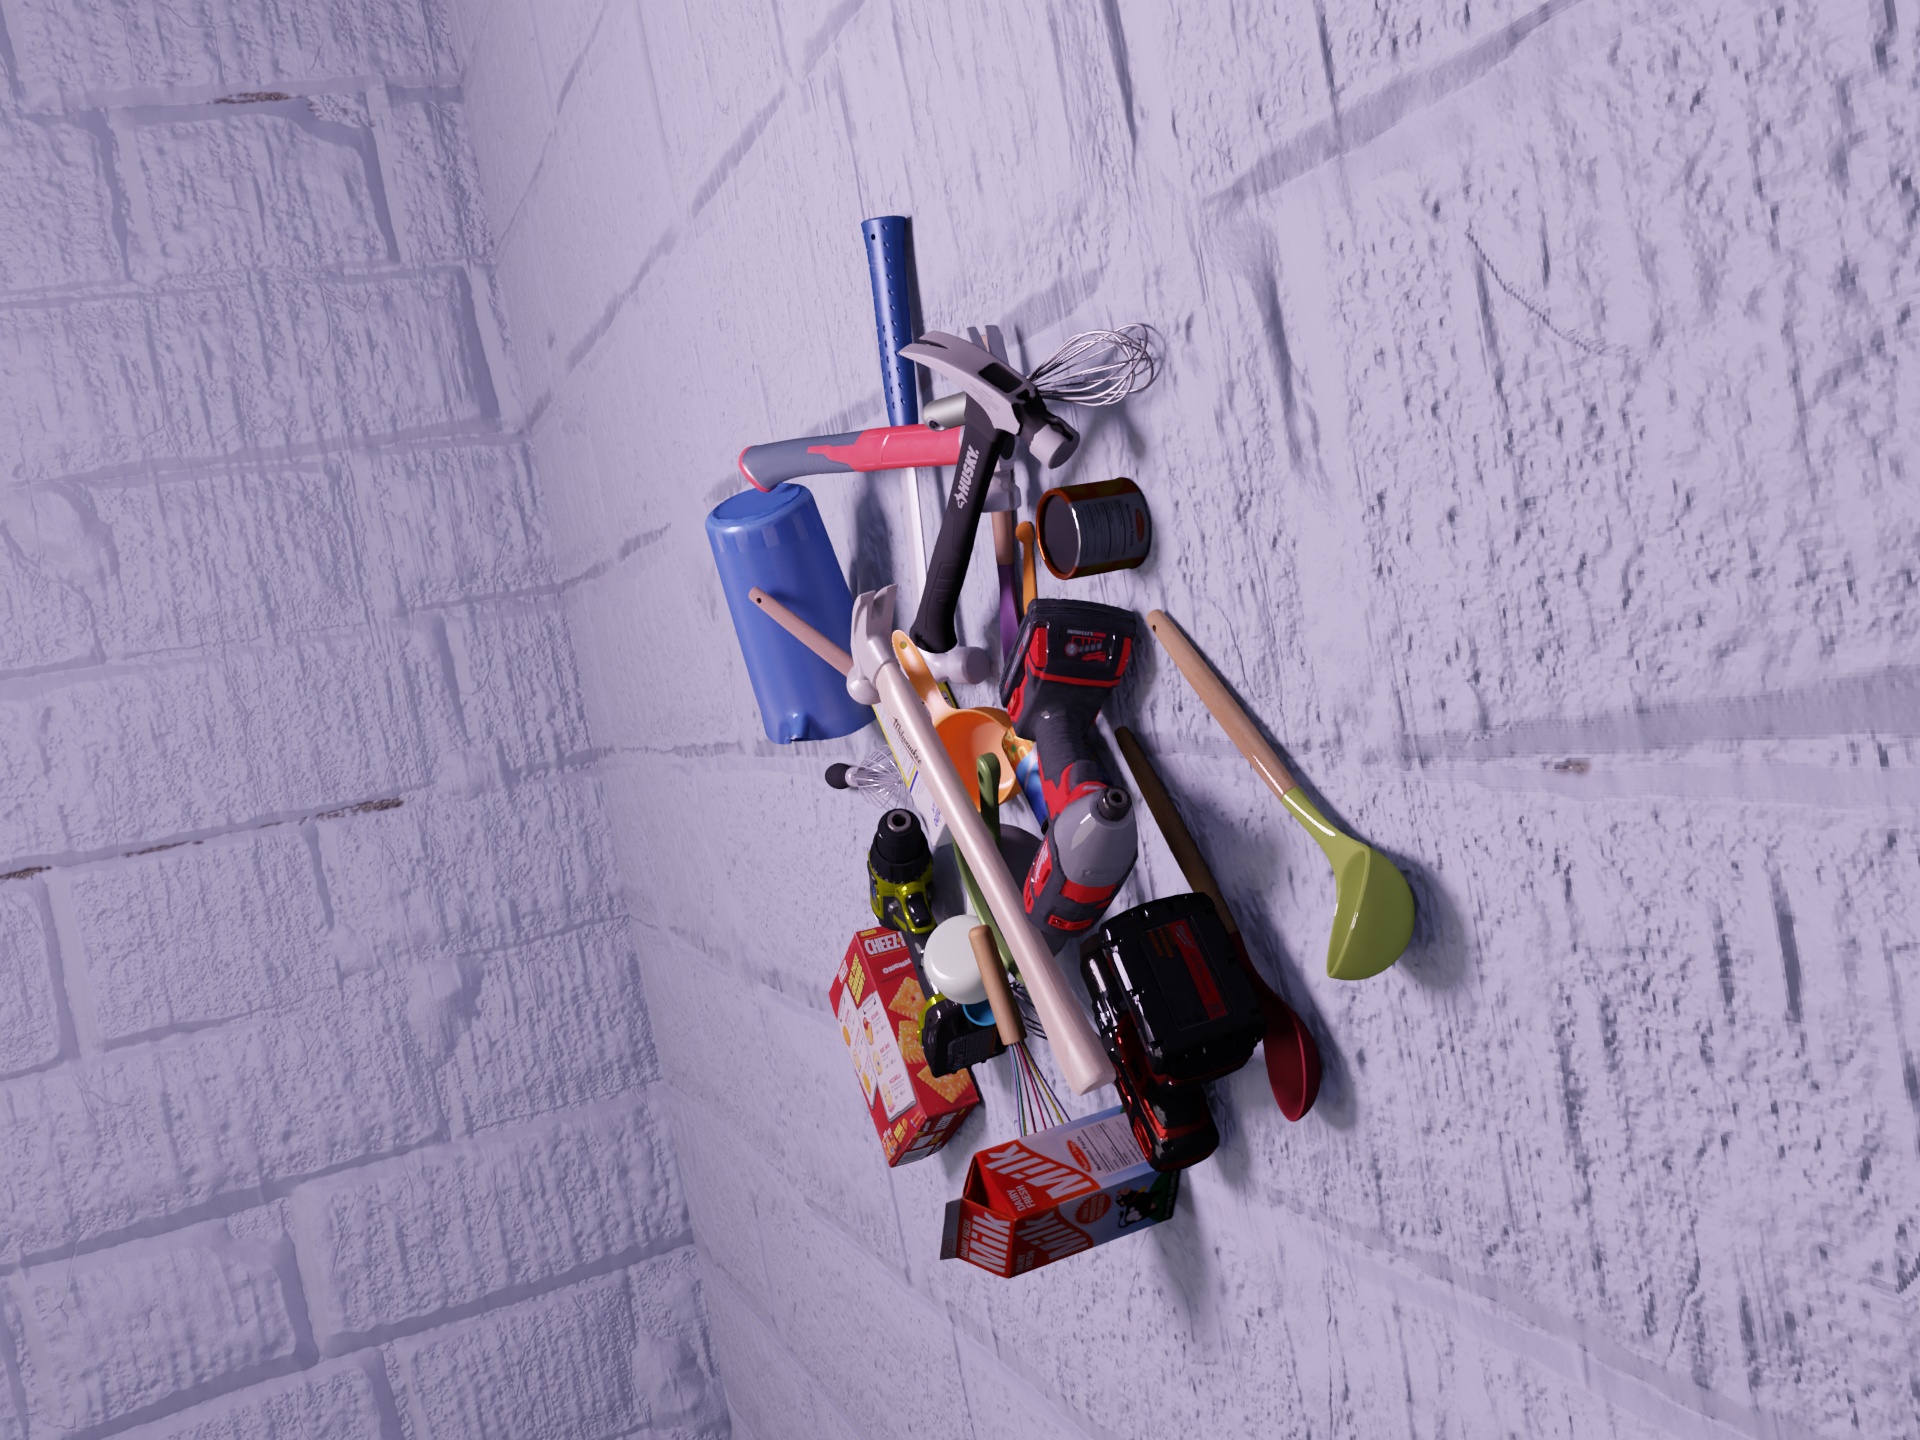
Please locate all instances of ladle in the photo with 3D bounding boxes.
[{"bbox_3d":[0.175,0.130,1.108,0.069,0.031,0.316,103,148,-53],"label":"ladle"},{"bbox_3d":[0.185,0.032,1.004,0.321,0.062,0.078,-120,29,-41],"label":"ladle"}]

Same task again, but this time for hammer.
[{"bbox_3d":[0.011,0.087,1.199,0.411,0.038,0.146,62,161,24],"label":"hammer"},{"bbox_3d":[-0.084,-0.249,1.374,0.386,0.038,0.143,8,108,52],"label":"hammer"},{"bbox_3d":[-0.004,-0.157,1.236,0.146,0.035,0.334,43,151,15],"label":"hammer"},{"bbox_3d":[-0.052,-0.233,1.407,0.144,0.035,0.405,3,102,47],"label":"hammer"}]

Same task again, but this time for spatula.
[{"bbox_3d":[0.034,-0.154,1.302,0.060,0.018,0.315,-132,36,-70],"label":"spatula"}]

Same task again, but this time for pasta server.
[{"bbox_3d":[-0.076,-0.027,1.435,0.316,0.040,0.060,38,111,16],"label":"pasta server"}]

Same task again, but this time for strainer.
[{"bbox_3d":[0.050,0.105,1.290,0.256,0.069,0.152,85,159,-48],"label":"strainer"}]

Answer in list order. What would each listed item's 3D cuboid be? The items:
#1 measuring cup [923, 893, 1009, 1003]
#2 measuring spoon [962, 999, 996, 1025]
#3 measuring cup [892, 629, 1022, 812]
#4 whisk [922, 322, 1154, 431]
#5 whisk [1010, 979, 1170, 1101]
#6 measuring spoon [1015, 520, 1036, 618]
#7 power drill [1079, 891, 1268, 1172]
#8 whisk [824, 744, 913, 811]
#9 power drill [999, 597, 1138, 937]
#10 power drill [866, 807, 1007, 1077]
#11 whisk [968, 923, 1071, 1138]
[{"bbox_3d":[0.007,0.168,1.426,0.038,0.083,0.168,48,-139,-56],"label":"measuring cup"},{"bbox_3d":[0.032,0.213,1.436,0.021,0.042,0.129,57,-140,-64],"label":"measuring spoon"},{"bbox_3d":[-0.002,-0.004,1.355,0.095,0.052,0.174,-36,78,26],"label":"measuring cup"},{"bbox_3d":[0.049,-0.239,1.143,0.246,0.057,0.059,-2,61,53],"label":"whisk"},{"bbox_3d":[0.107,0.267,1.313,0.239,0.055,0.055,30,128,54],"label":"whisk"},{"bbox_3d":[0.053,-0.104,1.292,0.021,0.011,0.116,34,132,58],"label":"measuring spoon"},{"bbox_3d":[0.138,0.205,1.138,0.226,0.080,0.188,91,161,-58],"label":"power drill"},{"bbox_3d":[-0.101,0.059,1.675,0.285,0.070,0.070,178,81,-71],"label":"whisk"},{"bbox_3d":[0.081,0.026,1.114,0.143,0.078,0.220,110,162,-51],"label":"power drill"},{"bbox_3d":[-0.030,0.207,1.522,0.190,0.080,0.229,93,156,-59],"label":"power drill"},{"bbox_3d":[0.050,0.291,1.336,0.047,0.051,0.245,-22,85,66],"label":"whisk"}]
